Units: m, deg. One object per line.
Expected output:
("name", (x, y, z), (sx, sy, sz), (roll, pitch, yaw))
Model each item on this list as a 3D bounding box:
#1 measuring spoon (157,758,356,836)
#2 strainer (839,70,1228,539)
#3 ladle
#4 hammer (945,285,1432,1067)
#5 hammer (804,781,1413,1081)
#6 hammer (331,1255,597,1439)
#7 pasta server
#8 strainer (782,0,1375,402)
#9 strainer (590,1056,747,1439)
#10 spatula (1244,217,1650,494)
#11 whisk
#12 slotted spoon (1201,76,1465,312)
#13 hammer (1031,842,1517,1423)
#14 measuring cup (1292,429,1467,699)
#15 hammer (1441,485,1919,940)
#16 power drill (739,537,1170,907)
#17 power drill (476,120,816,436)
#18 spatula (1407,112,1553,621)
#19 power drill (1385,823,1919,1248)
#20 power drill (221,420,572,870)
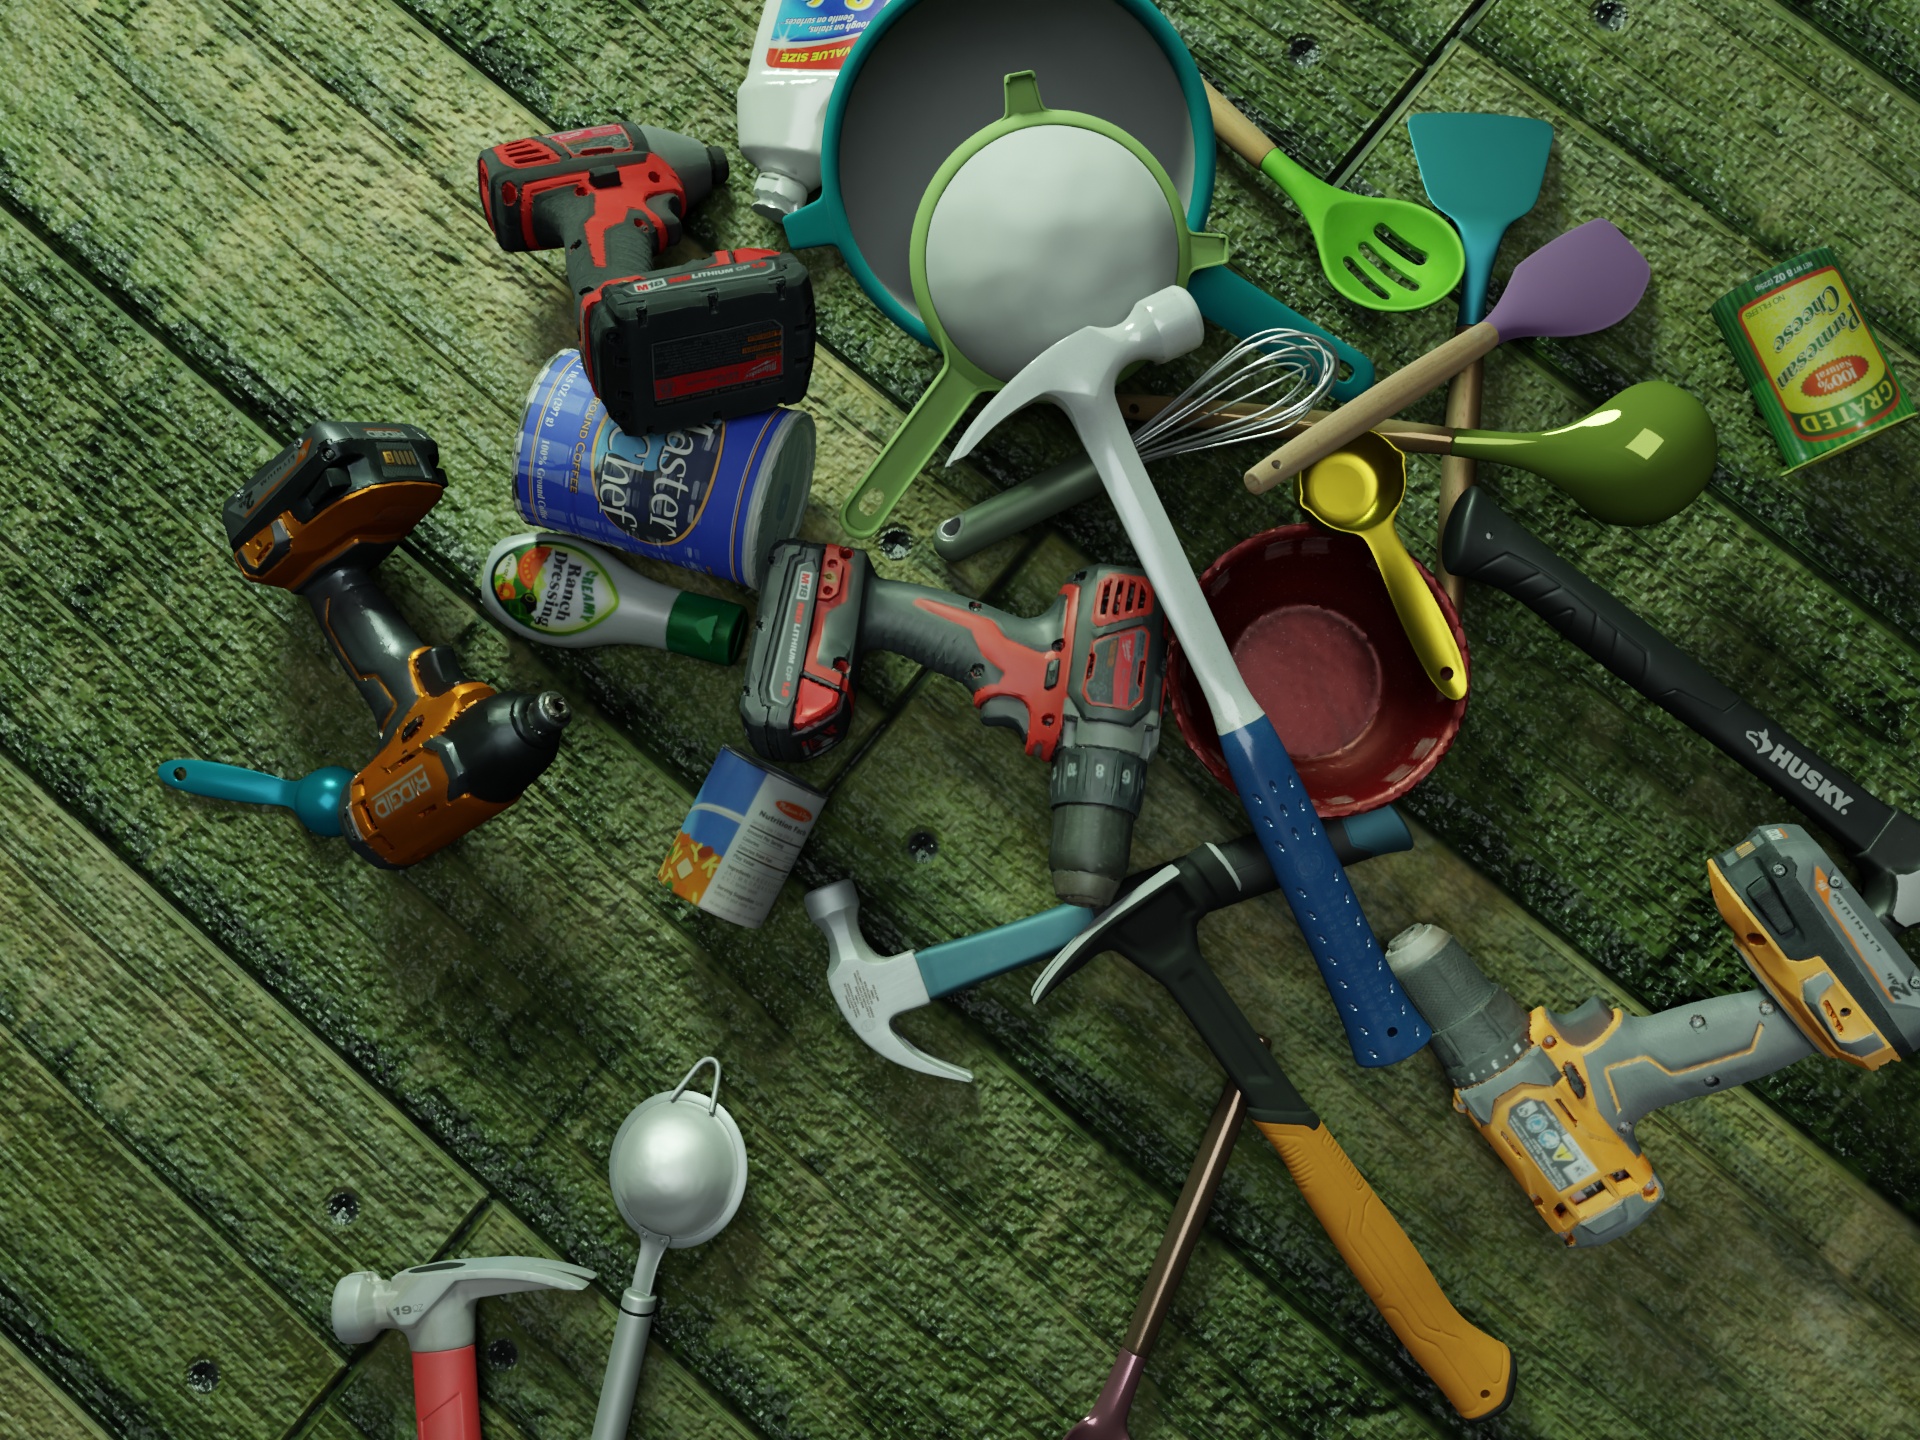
("measuring spoon", (-0.413, 0.040, 0.931), (0.128, 0.021, 0.042), (10, 86, 4))
("strainer", (0.019, -0.195, 0.827), (0.151, 0.069, 0.256), (35, 99, -15))
("ladle", (0.242, -0.158, 0.870), (0.320, 0.062, 0.078), (9, 115, 15))
("hammer", (0.133, -0.005, 0.809), (0.144, 0.035, 0.405), (-27, 97, -5))
("hammer", (0.087, 0.104, 0.885), (0.331, 0.033, 0.128), (-19, 84, 2))
("hammer", (-0.259, 0.497, 0.876), (0.143, 0.038, 0.386), (-6, 85, 2))
("pasta server", (0.107, 0.320, 0.864), (0.060, 0.040, 0.316), (23, 86, -4))
("strainer", (0.082, -0.276, 0.896), (0.340, 0.095, 0.211), (28, 102, -15))
("strainer", (-0.177, 0.316, 0.885), (0.087, 0.050, 0.258), (12, 90, 21))
("spatula", (0.265, -0.192, 0.842), (0.316, 0.018, 0.060), (-32, 79, -24))
("whisk", (0.091, -0.145, 0.871), (0.246, 0.059, 0.058), (-24, 49, 22))
("slotted spoon", (0.159, -0.338, 0.908), (0.070, 0.031, 0.314), (-43, 78, -4))
("hammer", (0.180, 0.235, 0.848), (0.127, 0.034, 0.337), (-36, 91, -1))
("measuring cup", (0.226, -0.081, 0.842), (0.062, 0.029, 0.156), (-26, 91, -4))
("hammer", (0.398, -0.016, 0.851), (0.335, 0.035, 0.146), (37, 89, -2))
("power drill", (-0.001, -0.003, 0.868), (0.226, 0.080, 0.188), (8, 75, 2))
("power drill", (-0.167, -0.256, 0.871), (0.143, 0.078, 0.220), (-18, 51, -22))
("spatula", (0.286, -0.194, 0.901), (0.082, 0.044, 0.317), (5, 90, 4))
("power drill", (0.352, 0.143, 0.823), (0.226, 0.084, 0.185), (-39, 83, 19))
("power drill", (-0.304, -0.048, 0.878), (0.164, 0.084, 0.226), (-27, 84, 30))
